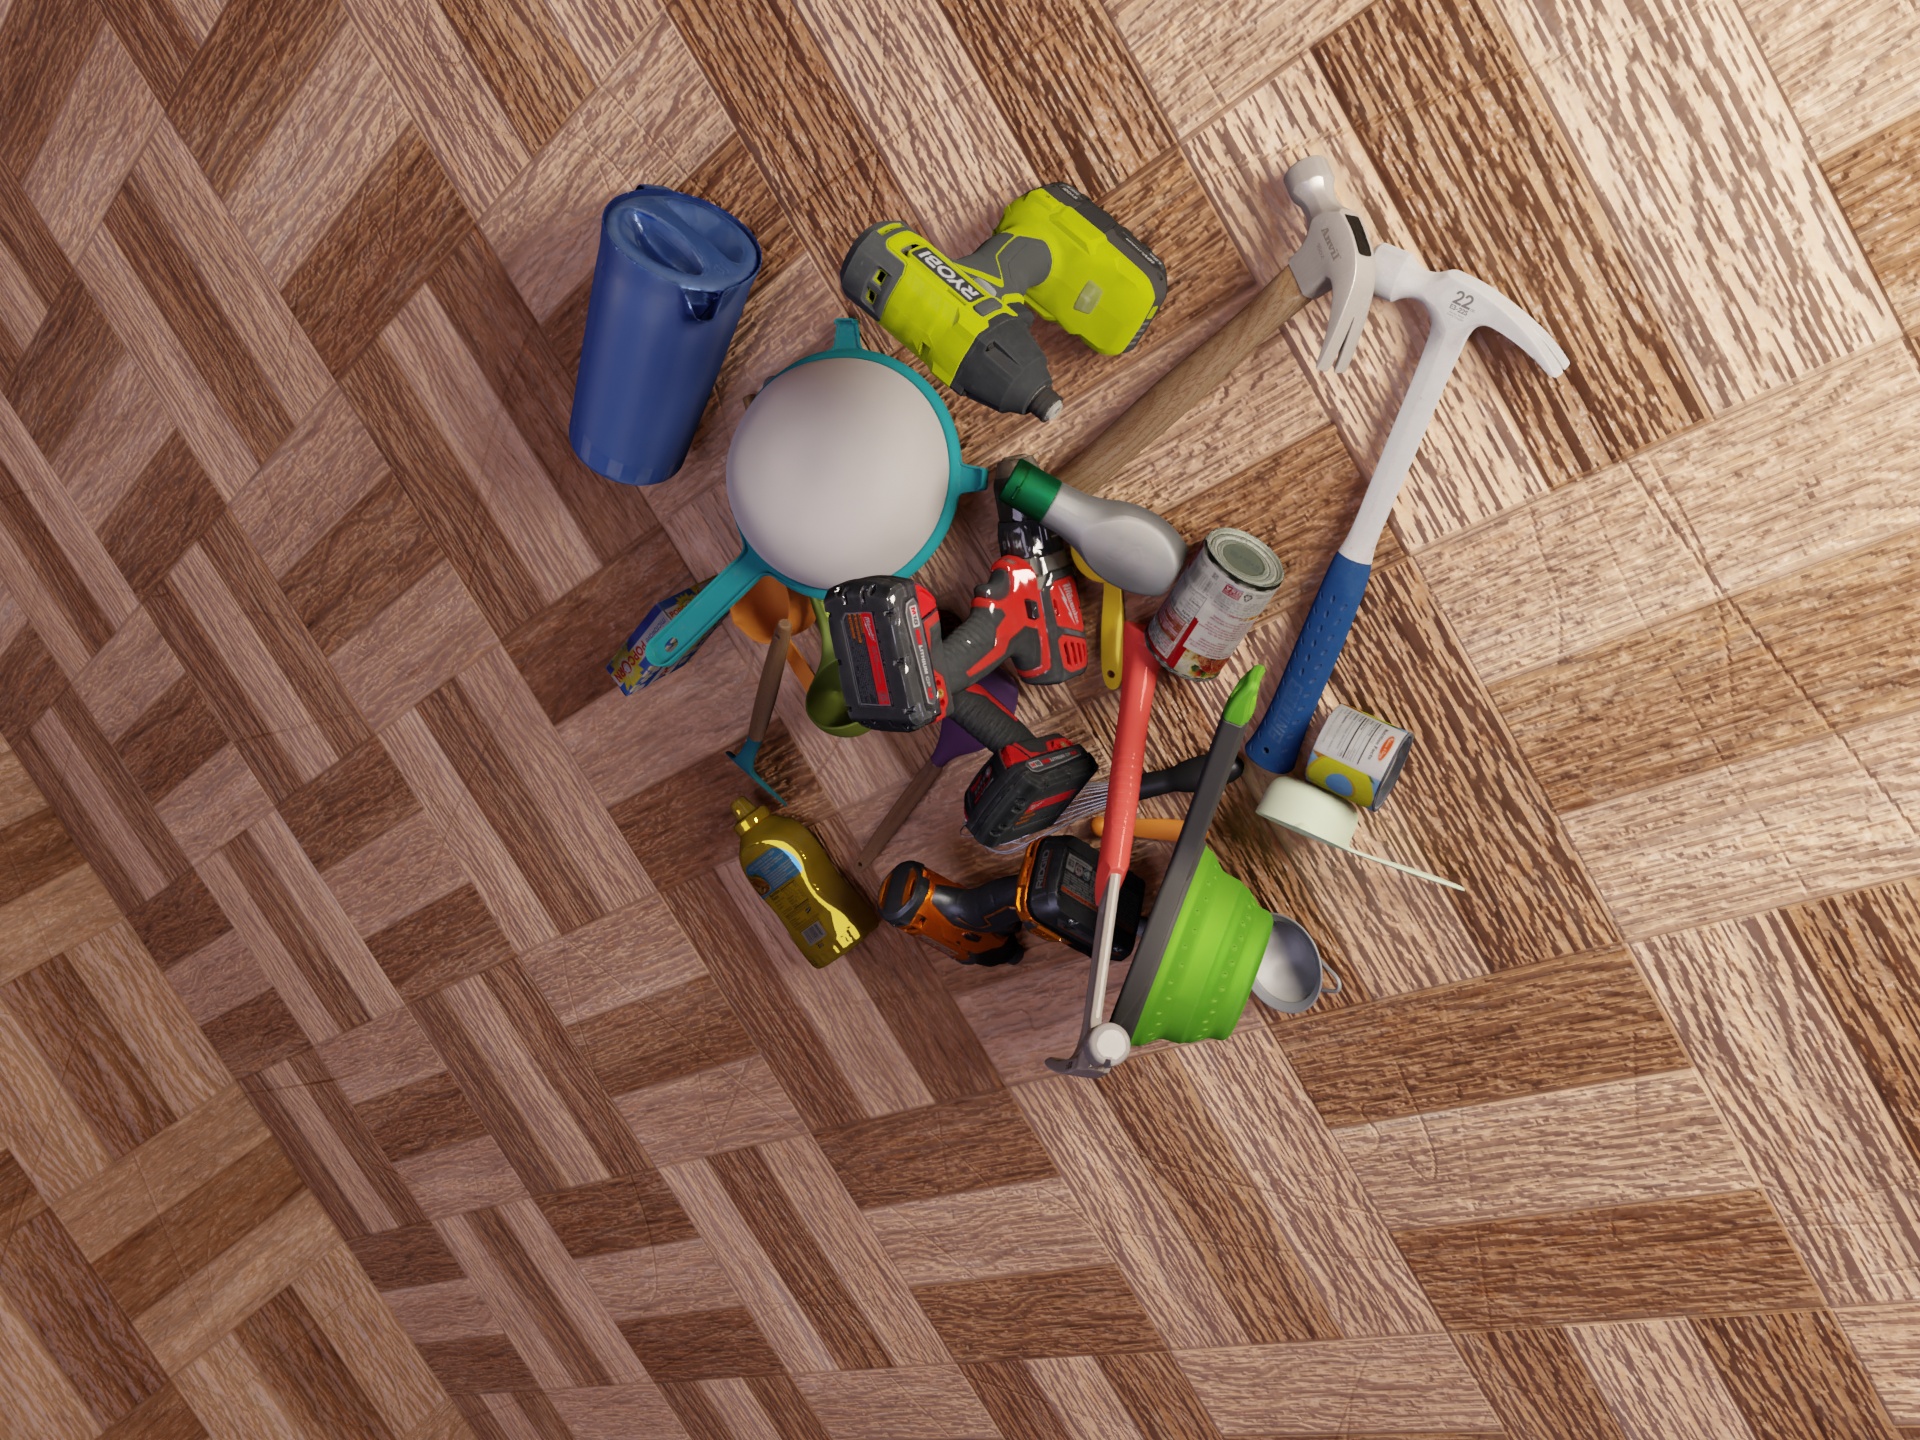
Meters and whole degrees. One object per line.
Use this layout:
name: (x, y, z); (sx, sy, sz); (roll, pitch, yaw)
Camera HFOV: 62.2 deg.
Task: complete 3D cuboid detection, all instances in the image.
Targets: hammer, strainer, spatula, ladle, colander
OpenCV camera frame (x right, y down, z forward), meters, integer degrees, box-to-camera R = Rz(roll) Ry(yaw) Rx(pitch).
hammer: (0.169, -0.245, 1.147); (0.331, 0.031, 0.130); (-38, 64, 48)
hammer: (0.120, 0.096, 1.241); (0.036, 0.359, 0.149); (11, 163, -7)
strainer: (-0.157, -0.163, 1.311); (0.340, 0.095, 0.211); (-42, 79, 14)
strainer: (0.221, 0.192, 1.372); (0.258, 0.050, 0.087); (9, 107, 39)
spatula: (-0.182, -0.007, 1.498); (0.082, 0.044, 0.317); (43, 147, 12)
ladle: (-0.138, -0.138, 1.400); (0.078, 0.062, 0.320); (-19, 88, 8)
hammer: (0.292, -0.124, 1.142); (0.144, 0.035, 0.405); (30, 129, 20)
colander: (0.205, 0.129, 1.231); (0.094, 0.205, 0.396); (21, 130, 10)
spatula: (-0.031, 0.055, 1.494); (0.060, 0.018, 0.315); (43, 131, 7)

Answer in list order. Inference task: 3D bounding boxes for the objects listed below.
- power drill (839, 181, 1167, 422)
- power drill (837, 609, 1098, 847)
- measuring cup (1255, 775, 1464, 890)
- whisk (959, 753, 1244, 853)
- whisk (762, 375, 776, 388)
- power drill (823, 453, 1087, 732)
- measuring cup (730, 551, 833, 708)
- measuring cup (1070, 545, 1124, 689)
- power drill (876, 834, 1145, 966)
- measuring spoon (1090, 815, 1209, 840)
power drill: (0.044, -0.289, 1.102); (0.171, 0.223, 0.080); (42, 133, 9)
power drill: (-0.002, -0.004, 1.328); (0.220, 0.143, 0.078); (48, 122, 20)
measuring cup: (0.314, 0.086, 1.232); (0.167, 0.083, 0.038); (21, 88, 13)
whisk: (0.117, 0.065, 1.370); (0.284, 0.070, 0.070); (-15, 105, 35)
whisk: (-0.119, -0.193, 1.376); (0.055, 0.055, 0.239); (-31, 80, 43)
power drill: (0.005, -0.099, 1.242); (0.080, 0.226, 0.188); (3, 109, 46)
measuring cup: (-0.147, -0.083, 1.462); (0.095, 0.052, 0.174); (-39, 79, 44)
measuring cup: (0.117, -0.093, 1.291); (0.062, 0.029, 0.156); (13, 119, 31)
power drill: (0.054, 0.174, 1.429); (0.164, 0.084, 0.226); (34, 148, -33)
measuring spoon: (0.162, 0.096, 1.379); (0.117, 0.011, 0.021); (1, 115, 36)
